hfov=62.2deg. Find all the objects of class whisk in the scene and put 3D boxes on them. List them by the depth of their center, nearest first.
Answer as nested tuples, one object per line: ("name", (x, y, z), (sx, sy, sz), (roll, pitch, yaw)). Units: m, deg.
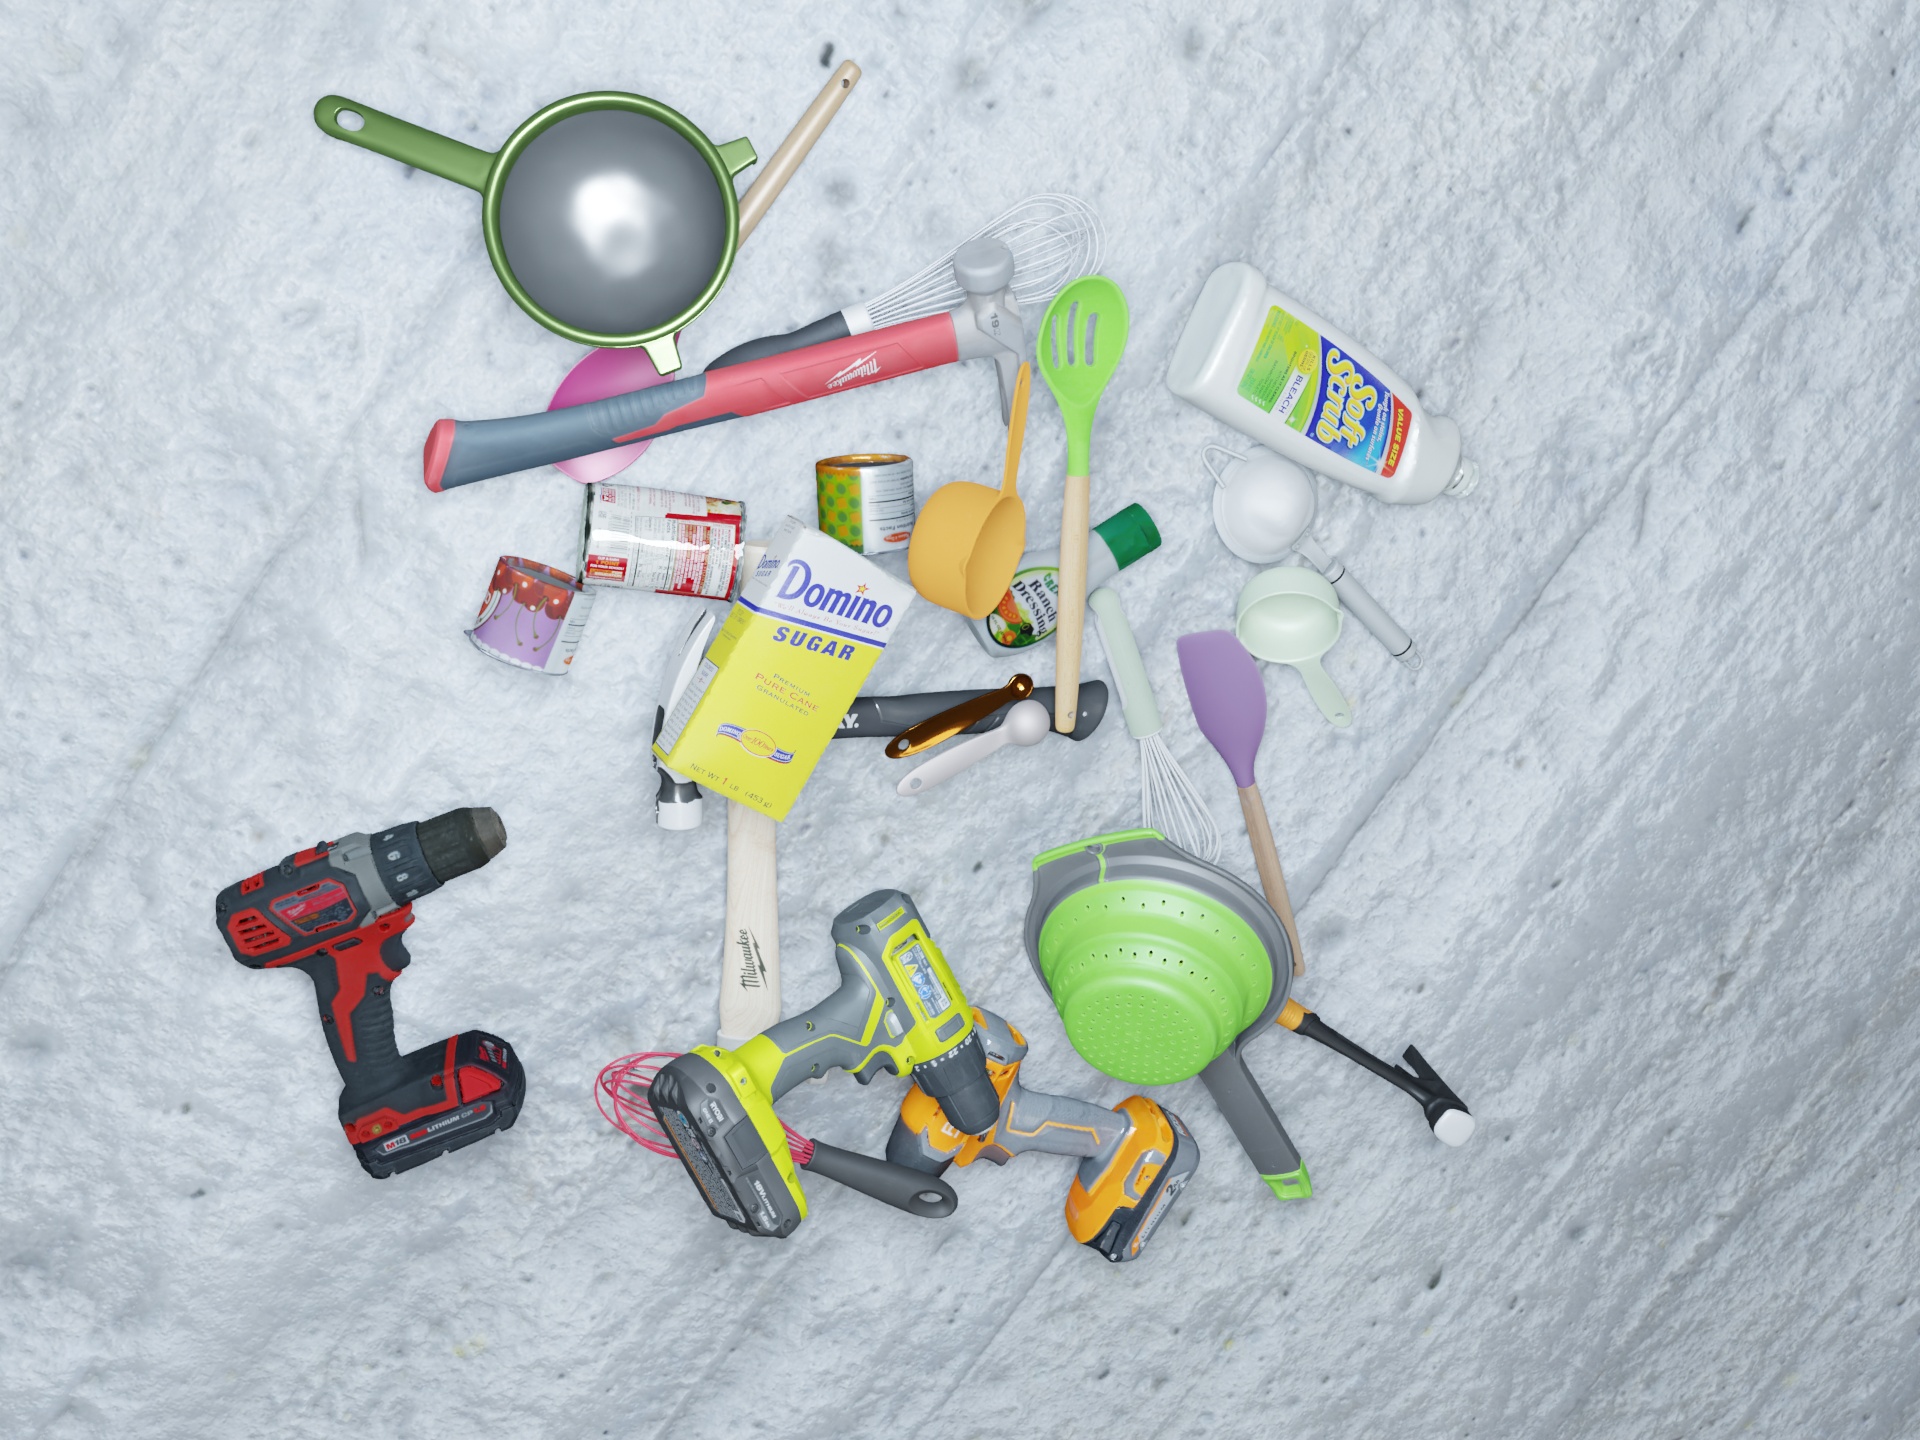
("whisk", (-0.038, -0.274, 1.041), (0.284, 0.070, 0.070), (-22, 112, -2))
("whisk", (-0.127, 0.308, 1.154), (0.295, 0.073, 0.073), (26, 99, -21))
("whisk", (0.141, 0.015, 1.188), (0.059, 0.058, 0.246), (-21, 107, -1))

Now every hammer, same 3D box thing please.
("hammer", (-0.146, -0.196, 1.017), (0.386, 0.038, 0.143), (-15, 139, -4))
("hammer", (-0.047, -0.008, 1.105), (0.334, 0.035, 0.146), (-3, 107, -24))
("hammer", (-0.157, 0.076, 1.129), (0.146, 0.038, 0.410), (0, 107, -14))
("hammer", (0.256, 0.227, 1.272), (0.336, 0.127, 0.034), (32, 99, -12))

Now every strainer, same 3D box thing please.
("strainer", (-0.258, -0.315, 0.965), (0.256, 0.069, 0.151), (20, 90, -5))
("strainer", (0.273, -0.117, 1.186), (0.258, 0.050, 0.087), (40, 86, -26))

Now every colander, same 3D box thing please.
("colander", (0.176, 0.261, 1.201), (0.204, 0.095, 0.396), (-17, 120, 28))

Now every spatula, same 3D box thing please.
("spatula", (0.231, 0.070, 1.238), (0.060, 0.018, 0.315), (-7, 117, 25))

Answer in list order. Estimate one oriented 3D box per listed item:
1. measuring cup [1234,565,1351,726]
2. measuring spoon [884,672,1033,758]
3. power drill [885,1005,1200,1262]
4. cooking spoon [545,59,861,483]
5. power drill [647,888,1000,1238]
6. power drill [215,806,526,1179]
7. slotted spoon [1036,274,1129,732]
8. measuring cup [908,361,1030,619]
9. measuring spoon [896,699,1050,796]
("measuring cup", (0.263, -0.055, 1.203), (0.083, 0.038, 0.167), (-15, 137, 25))
("measuring spoon", (-0.002, -0.004, 1.105), (0.117, 0.011, 0.021), (-27, 119, -12))
("power drill", (0.055, 0.339, 1.251), (0.226, 0.084, 0.164), (29, 98, -17))
("cooking spoon", (-0.162, -0.288, 1.019), (0.068, 0.017, 0.319), (35, 96, -26))
("power drill", (-0.083, 0.253, 1.110), (0.228, 0.080, 0.190), (-33, 102, -32))
("power drill", (-0.370, 0.176, 1.082), (0.188, 0.080, 0.226), (-22, 109, -8))
("slotted spoon", (0.077, -0.141, 1.082), (0.070, 0.031, 0.313), (-8, 111, -27))
("measuring cup", (0.009, -0.156, 1.054), (0.052, 0.095, 0.173), (18, 112, 22))
("measuring spoon", (0.011, 0.024, 1.113), (0.124, 0.018, 0.034), (-28, 116, -15))
